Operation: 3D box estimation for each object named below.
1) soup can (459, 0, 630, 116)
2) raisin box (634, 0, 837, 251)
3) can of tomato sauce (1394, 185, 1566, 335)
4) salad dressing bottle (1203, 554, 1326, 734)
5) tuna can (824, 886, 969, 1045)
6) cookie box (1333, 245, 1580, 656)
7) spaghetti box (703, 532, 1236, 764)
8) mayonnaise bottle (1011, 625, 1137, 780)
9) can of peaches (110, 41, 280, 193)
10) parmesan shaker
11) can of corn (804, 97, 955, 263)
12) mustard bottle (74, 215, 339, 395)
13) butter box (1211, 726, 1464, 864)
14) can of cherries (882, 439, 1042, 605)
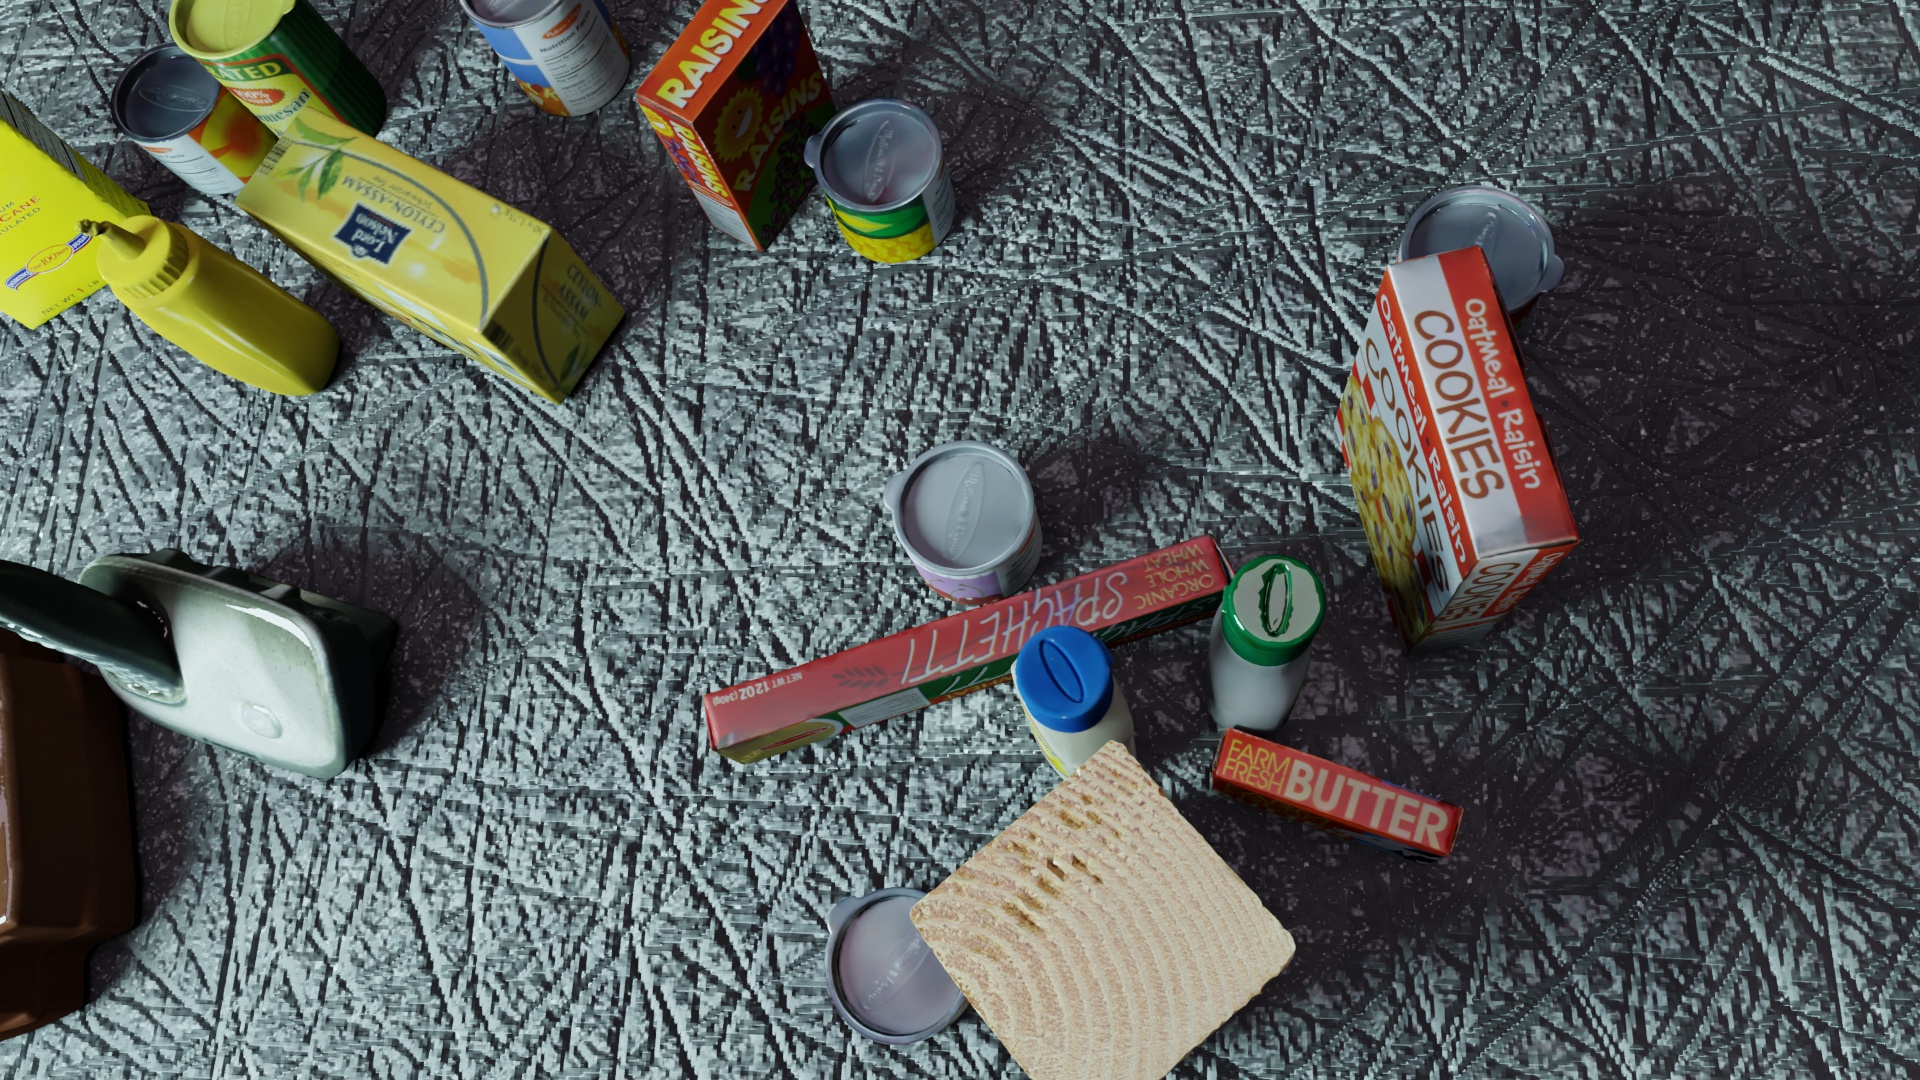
[{"bbox_3d":[-0.231,-0.289,0.773,0.071,0.083,0.071,-2,73,7],"label":"soup can"},{"bbox_3d":[-0.108,-0.218,0.712,0.040,0.123,0.086,32,80,16],"label":"raisin box"},{"bbox_3d":[0.237,-0.116,0.654,0.071,0.083,0.071,-2,73,7],"label":"can of tomato sauce"},{"bbox_3d":[0.127,0.044,0.585,0.044,0.147,0.064,7,74,10],"label":"salad dressing bottle"},{"bbox_3d":[-0.027,0.188,0.621,0.071,0.032,0.071,-2,72,7],"label":"tuna can"},{"bbox_3d":[0.203,-0.030,0.587,0.040,0.167,0.123,-12,72,4],"label":"cookie box"},{"bbox_3d":[0.006,0.052,0.650,0.250,0.050,0.029,-18,71,2],"label":"spaghetti box"},{"bbox_3d":[0.047,0.069,0.587,0.041,0.147,0.065,-31,71,-2],"label":"mayonnaise bottle"},{"bbox_3d":[-0.438,-0.244,0.800,0.071,0.058,0.071,-2,73,7],"label":"can of peaches"},{"bbox_3d":[-0.374,-0.266,0.775,0.071,0.103,0.071,-2,73,7],"label":"parmesan shaker"},{"bbox_3d":[-0.041,-0.187,0.728,0.071,0.058,0.071,-2,73,7],"label":"can of corn"},{"bbox_3d":[-0.381,-0.123,0.700,0.065,0.160,0.049,11,75,11],"label":"mustard bottle"},{"bbox_3d":[0.161,0.113,0.608,0.103,0.053,0.024,18,76,13],"label":"butter box"},{"bbox_3d":[0.002,-0.008,0.665,0.071,0.058,0.071,-2,73,7],"label":"can of cherries"}]
